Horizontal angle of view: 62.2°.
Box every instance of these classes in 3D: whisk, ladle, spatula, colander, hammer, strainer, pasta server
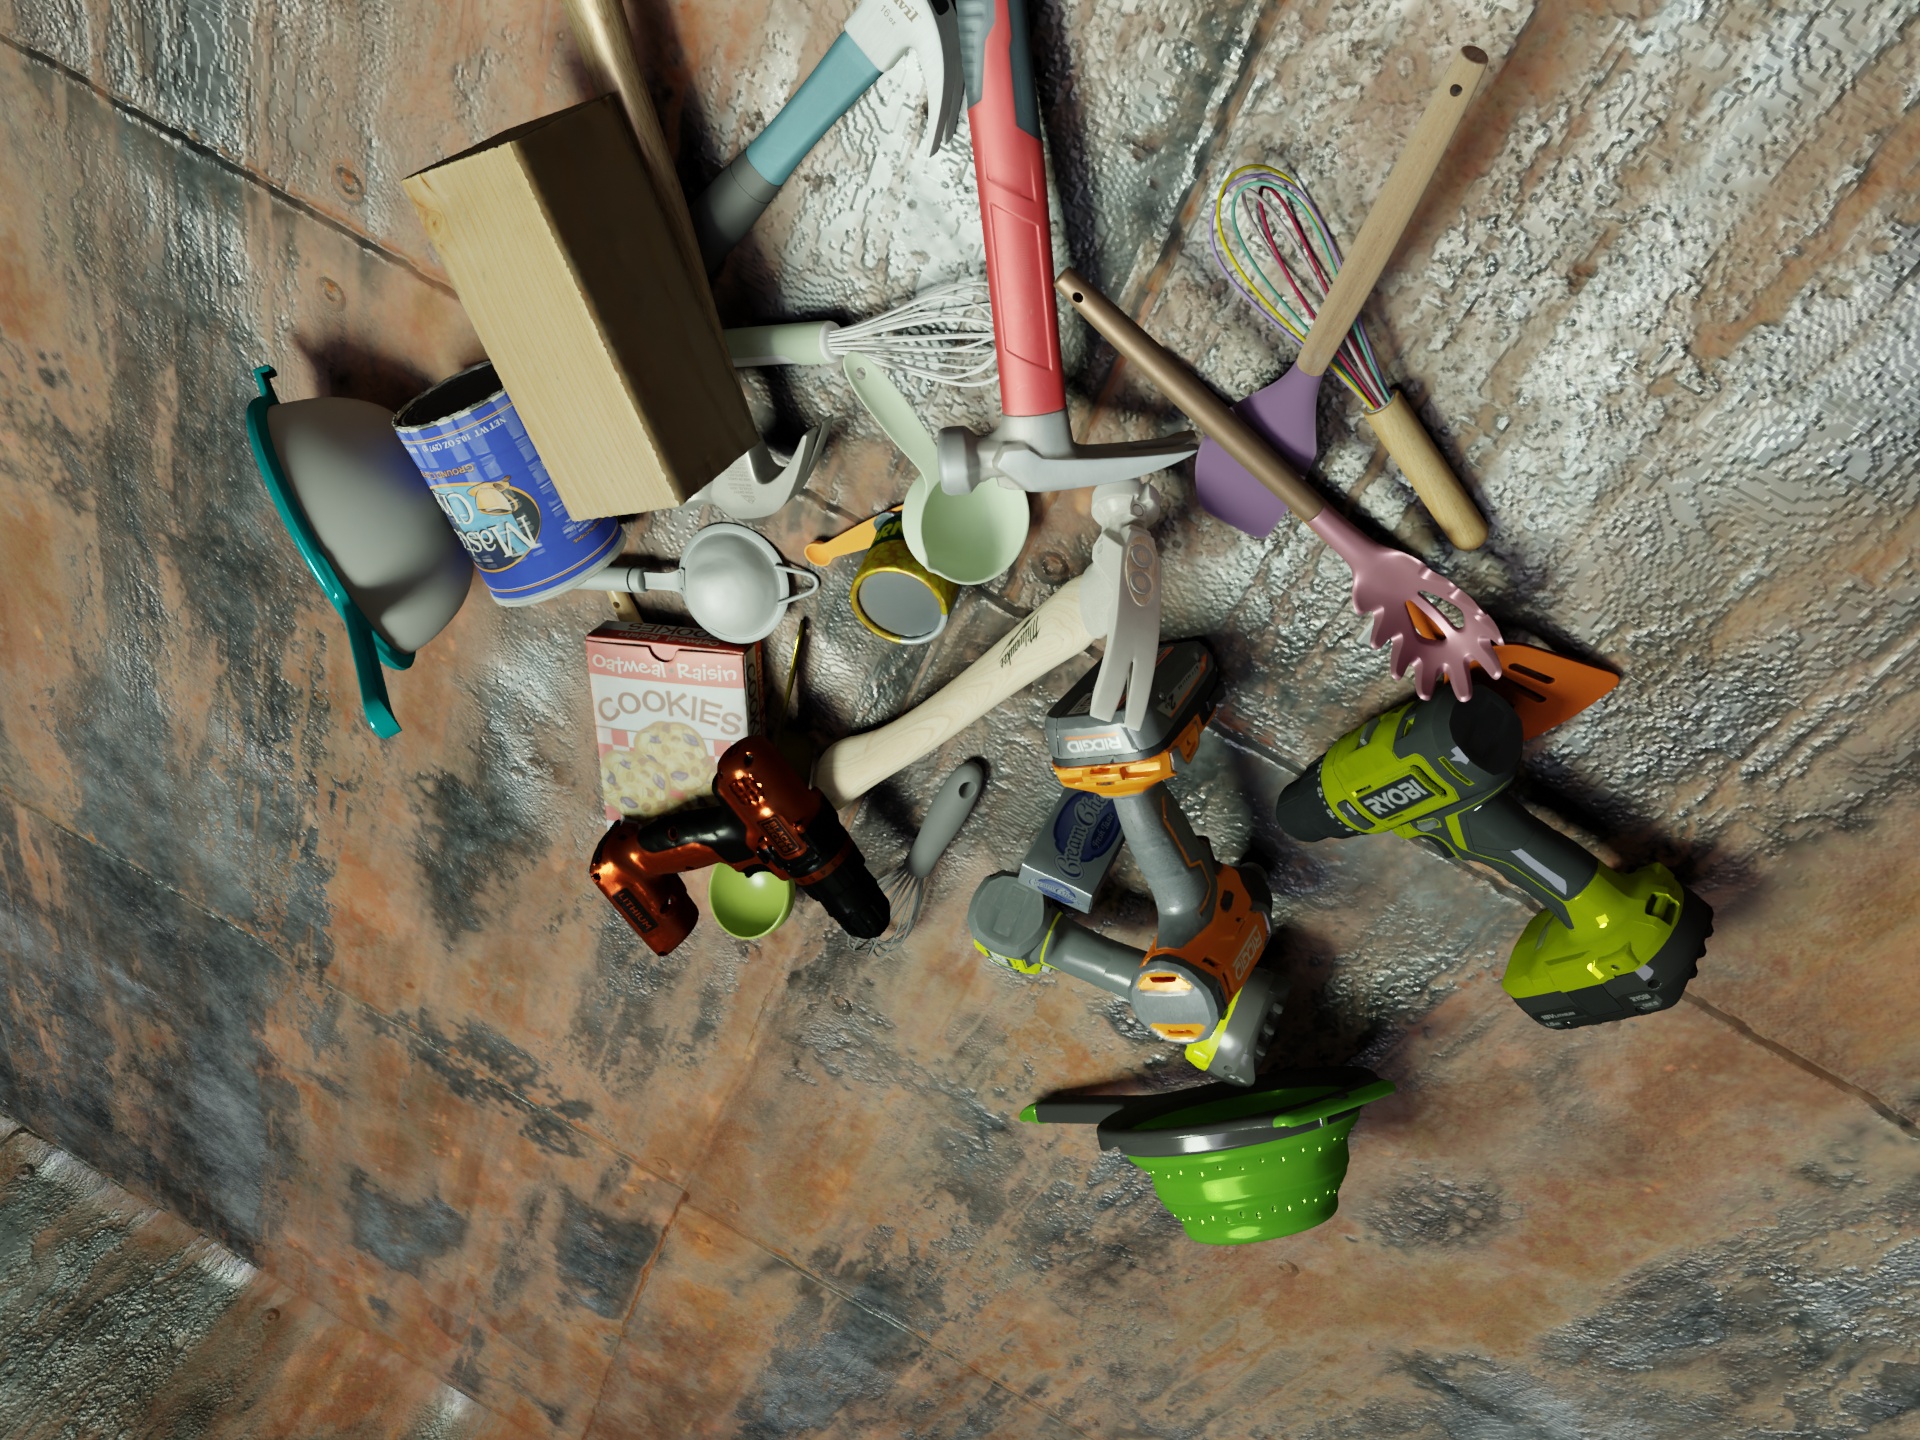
[{"bbox_3d":[-0.035,0.109,1.217,0.055,0.055,0.238,31,132,2],"label":"whisk"},{"bbox_3d":[-0.210,0.037,1.243,0.078,0.062,0.319,-6,122,26],"label":"ladle"},{"bbox_3d":[0.229,-0.099,0.901,0.322,0.041,0.081,42,137,-4],"label":"spatula"},{"bbox_3d":[0.166,0.332,1.205,0.397,0.204,0.094,-23,77,58],"label":"colander"},{"bbox_3d":[-0.162,-0.266,0.917,0.130,0.031,0.331,6,128,29],"label":"hammer"},{"bbox_3d":[0.037,-0.300,0.793,0.143,0.038,0.386,-5,120,6],"label":"hammer"},{"bbox_3d":[0.210,-0.184,0.825,0.051,0.047,0.244,-16,123,46],"label":"whisk"},{"bbox_3d":[-0.002,-0.003,1.022,0.038,0.146,0.410,17,153,-24],"label":"hammer"},{"bbox_3d":[-0.382,-0.111,1.083,0.341,0.095,0.210,56,171,45],"label":"strainer"},{"bbox_3d":[0.179,-0.193,0.781,0.060,0.018,0.315,29,148,5],"label":"spatula"},{"bbox_3d":[-0.070,-0.224,0.943,0.246,0.057,0.059,5,94,32],"label":"whisk"},{"bbox_3d":[0.168,-0.124,0.837,0.316,0.040,0.060,40,123,-14],"label":"pasta server"},{"bbox_3d":[-0.223,-0.098,1.136,0.258,0.050,0.086,5,111,26],"label":"strainer"},{"bbox_3d":[-0.119,-0.308,0.904,0.128,0.033,0.331,46,135,-12],"label":"hammer"}]

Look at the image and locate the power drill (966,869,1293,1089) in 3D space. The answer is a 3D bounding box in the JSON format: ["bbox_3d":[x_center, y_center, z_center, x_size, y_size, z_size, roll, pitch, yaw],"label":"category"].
[{"bbox_3d":[0.117,0.183,1.148,0.223,0.080,0.171,23,168,11],"label":"power drill"}]

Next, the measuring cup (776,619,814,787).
[{"bbox_3d":[-0.116,-0.005,1.166,0.029,0.062,0.156,9,123,-6],"label":"measuring cup"}]

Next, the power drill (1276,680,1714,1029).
[{"bbox_3d":[0.315,0.085,0.967,0.228,0.080,0.190,40,151,-6],"label":"power drill"}]

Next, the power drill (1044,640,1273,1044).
[{"bbox_3d":[0.141,0.069,1.019,0.084,0.164,0.226,-7,112,33],"label":"power drill"}]

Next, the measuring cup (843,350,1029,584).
[{"bbox_3d":[-0.024,-0.154,0.948,0.167,0.083,0.038,51,169,-29],"label":"measuring cup"}]

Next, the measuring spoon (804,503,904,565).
[{"bbox_3d":[-0.057,-0.126,1.047,0.117,0.011,0.021,-17,126,35],"label":"measuring spoon"}]
